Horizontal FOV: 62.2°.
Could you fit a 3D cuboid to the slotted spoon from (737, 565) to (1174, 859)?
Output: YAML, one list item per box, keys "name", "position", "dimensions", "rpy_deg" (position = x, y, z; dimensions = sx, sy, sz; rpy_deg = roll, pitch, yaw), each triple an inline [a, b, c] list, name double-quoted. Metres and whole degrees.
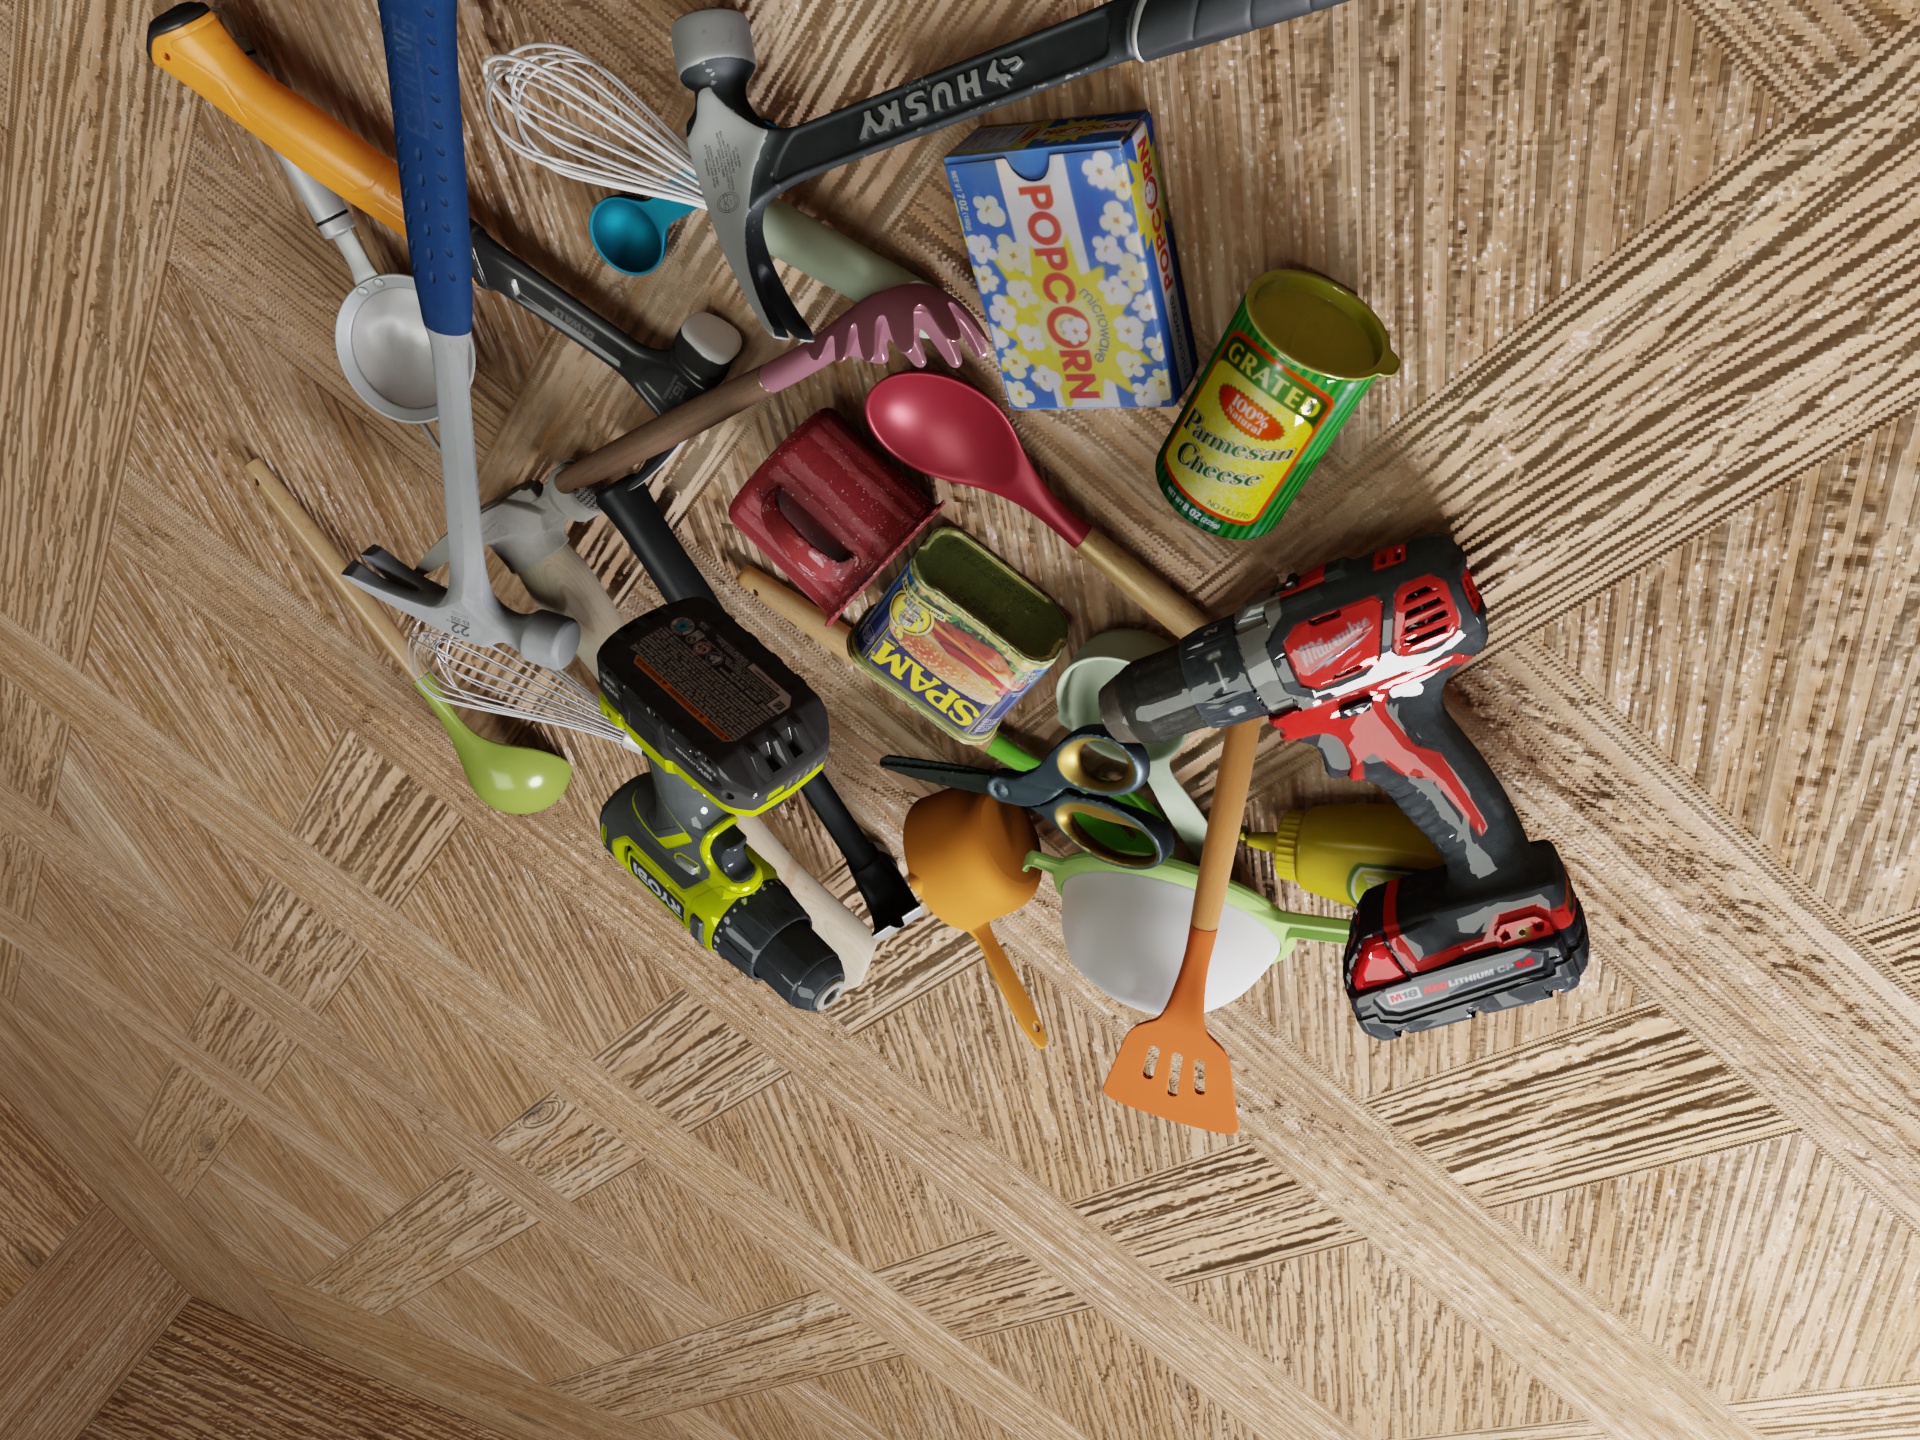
- name: "slotted spoon"
  position: [-0.002, -0.003, 0.957]
  dimensions: [0.314, 0.031, 0.070]
  rpy_deg: [34, 145, 2]

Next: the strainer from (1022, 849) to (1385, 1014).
- name: "strainer"
  position: [0.160, 0.139, 0.917]
  dimensions: [0.256, 0.069, 0.151]
  rpy_deg: [1, 151, 41]

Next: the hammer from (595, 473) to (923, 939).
- name: "hammer"
  position: [-0.120, -0.005, 0.983]
  dimensions: [0.334, 0.035, 0.146]
  rpy_deg: [59, 177, -19]

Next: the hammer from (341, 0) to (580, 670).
- name: "hammer"
  position: [-0.279, -0.202, 0.848]
  dimensions: [0.144, 0.035, 0.405]
  rpy_deg: [18, 133, 8]

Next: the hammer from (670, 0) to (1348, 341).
- name: "hammer"
  position: [0.057, -0.261, 0.619]
  dimensions: [0.409, 0.036, 0.149]
  rpy_deg: [-7, 95, 32]

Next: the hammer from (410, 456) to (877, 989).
- name: "hammer"
  position: [-0.189, 0.027, 1.052]
  dimensions: [0.146, 0.038, 0.410]
  rpy_deg: [-22, 115, 25]

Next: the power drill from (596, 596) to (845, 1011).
- name: "power drill"
  position: [-0.136, 0.058, 0.927]
  dimensions: [0.191, 0.080, 0.228]
  rpy_deg: [39, 146, 23]

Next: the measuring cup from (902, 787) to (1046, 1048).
- name: "measuring cup"
  position: [0.030, 0.118, 0.982]
  dimensions: [0.052, 0.095, 0.173]
  rpy_deg: [-27, 88, 31]

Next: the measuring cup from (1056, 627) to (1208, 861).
- name: "measuring cup"
  position: [0.116, 0.017, 0.893]
  dimensions: [0.083, 0.038, 0.167]
  rpy_deg: [-9, 127, 38]

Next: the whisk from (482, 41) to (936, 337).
- name: "whisk"
  position: [-0.113, -0.248, 0.756]
  dimensions: [0.246, 0.058, 0.059]
  rpy_deg: [28, 166, -7]

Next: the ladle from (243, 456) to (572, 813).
- name: "ladle"
  position: [-0.399, -0.060, 1.154]
  dimensions: [0.078, 0.062, 0.320]
  rpy_deg: [-19, 112, 45]

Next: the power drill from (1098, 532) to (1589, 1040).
- name: "power drill"
  position: [0.188, 0.038, 0.777]
  dimensions: [0.188, 0.080, 0.226]
  rpy_deg: [-21, 103, 23]

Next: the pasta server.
- name: "pasta server"
  position: [-0.113, -0.158, 0.812]
  dimensions: [0.316, 0.060, 0.040]
  rpy_deg: [-14, 88, 41]

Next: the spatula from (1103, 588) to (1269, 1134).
- name: "spatula"
  position: [0.137, 0.085, 0.858]
  dimensions: [0.081, 0.041, 0.322]
  rpy_deg: [14, 108, 16]

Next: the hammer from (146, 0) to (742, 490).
- name: "hammer"
  position: [-0.280, -0.259, 0.853]
  dimensions: [0.336, 0.034, 0.127]
  rpy_deg: [35, 140, -10]

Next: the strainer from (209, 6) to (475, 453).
- name: "strainer"
  position: [-0.345, -0.273, 0.896]
  dimensions: [0.087, 0.050, 0.258]
  rpy_deg: [-18, 116, 17]

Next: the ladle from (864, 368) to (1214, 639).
- name: "ladle"
  position: [0.084, -0.079, 0.825]
  dimensions: [0.315, 0.031, 0.069]
  rpy_deg: [38, 142, -9]

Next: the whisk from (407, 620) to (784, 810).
- name: "whisk"
  position: [-0.252, -0.001, 1.098]
  dimensions: [0.284, 0.070, 0.070]
  rpy_deg: [25, 140, 2]

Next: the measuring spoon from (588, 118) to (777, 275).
- name: "measuring spoon"
  position: [-0.134, -0.265, 0.790]
  dimensions: [0.128, 0.021, 0.042]
  rpy_deg: [-22, 118, 34]
